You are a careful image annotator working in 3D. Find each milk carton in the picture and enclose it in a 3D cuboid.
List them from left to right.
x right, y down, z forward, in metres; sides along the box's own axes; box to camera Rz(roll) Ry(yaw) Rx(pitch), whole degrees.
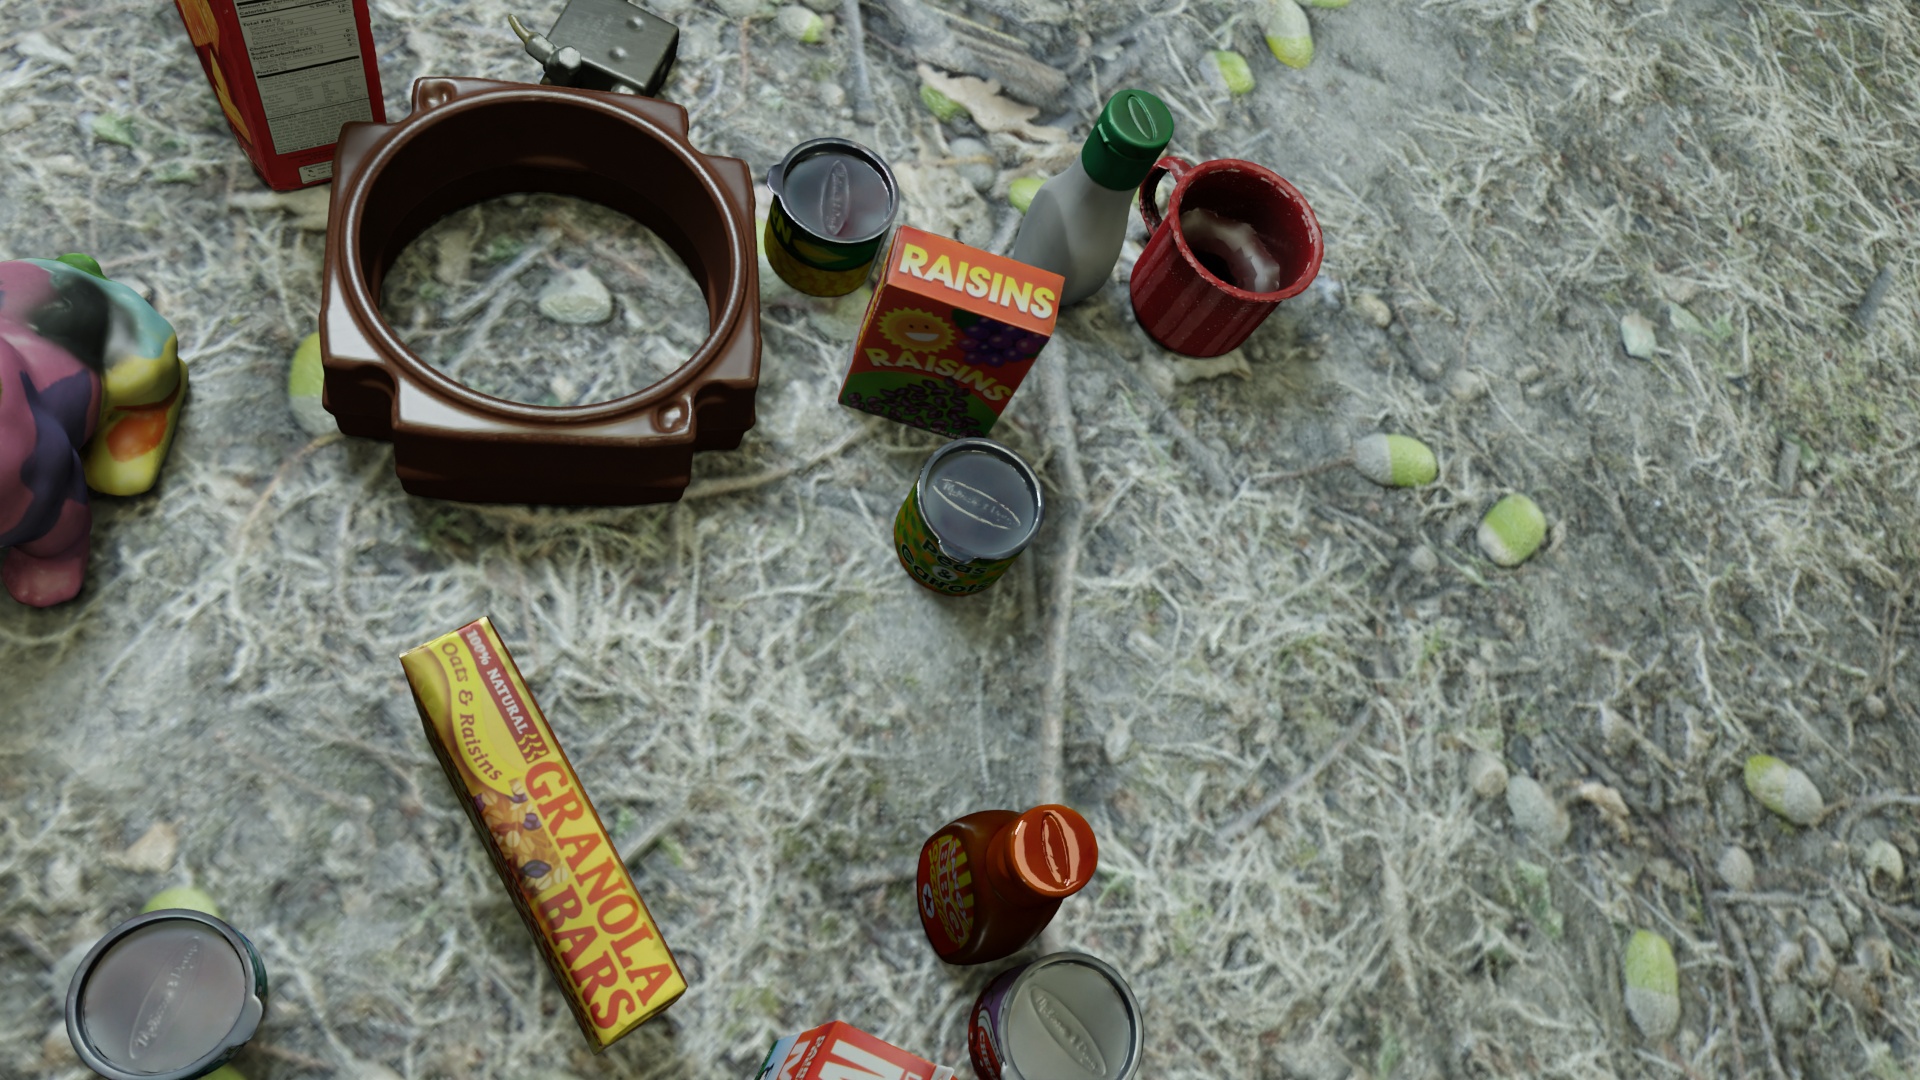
[{"bbox_3d":[-0.043,0.234,0.524,0.073,0.189,0.072,31,64,-2],"label":"milk carton"}]

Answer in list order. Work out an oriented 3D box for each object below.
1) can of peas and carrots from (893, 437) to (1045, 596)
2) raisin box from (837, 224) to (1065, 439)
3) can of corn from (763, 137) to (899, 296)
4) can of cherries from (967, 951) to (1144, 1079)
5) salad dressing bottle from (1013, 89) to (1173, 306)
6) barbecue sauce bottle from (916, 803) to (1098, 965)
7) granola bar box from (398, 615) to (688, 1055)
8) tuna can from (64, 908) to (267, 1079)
[{"bbox_3d":[0.003,-0.009,0.711,0.071,0.058,0.071,6,67,-14],"label":"can of peas and carrots"},{"bbox_3d":[-0.008,-0.102,0.710,0.086,0.123,0.040,17,65,-9],"label":"raisin box"},{"bbox_3d":[-0.074,-0.176,0.758,0.071,0.058,0.071,6,67,-14],"label":"can of corn"},{"bbox_3d":[0.039,0.223,0.626,0.071,0.058,0.072,6,67,-14],"label":"can of cherries"},{"bbox_3d":[0.071,-0.183,0.753,0.044,0.147,0.064,-15,73,-21],"label":"salad dressing bottle"},{"bbox_3d":[0.018,0.145,0.602,0.044,0.148,0.065,-5,70,-18],"label":"barbecue sauce bottle"},{"bbox_3d":[-0.170,0.125,0.569,0.039,0.123,0.166,-27,78,-24],"label":"granola bar box"},{"bbox_3d":[-0.313,0.183,0.555,0.071,0.032,0.071,6,67,-14],"label":"tuna can"}]
